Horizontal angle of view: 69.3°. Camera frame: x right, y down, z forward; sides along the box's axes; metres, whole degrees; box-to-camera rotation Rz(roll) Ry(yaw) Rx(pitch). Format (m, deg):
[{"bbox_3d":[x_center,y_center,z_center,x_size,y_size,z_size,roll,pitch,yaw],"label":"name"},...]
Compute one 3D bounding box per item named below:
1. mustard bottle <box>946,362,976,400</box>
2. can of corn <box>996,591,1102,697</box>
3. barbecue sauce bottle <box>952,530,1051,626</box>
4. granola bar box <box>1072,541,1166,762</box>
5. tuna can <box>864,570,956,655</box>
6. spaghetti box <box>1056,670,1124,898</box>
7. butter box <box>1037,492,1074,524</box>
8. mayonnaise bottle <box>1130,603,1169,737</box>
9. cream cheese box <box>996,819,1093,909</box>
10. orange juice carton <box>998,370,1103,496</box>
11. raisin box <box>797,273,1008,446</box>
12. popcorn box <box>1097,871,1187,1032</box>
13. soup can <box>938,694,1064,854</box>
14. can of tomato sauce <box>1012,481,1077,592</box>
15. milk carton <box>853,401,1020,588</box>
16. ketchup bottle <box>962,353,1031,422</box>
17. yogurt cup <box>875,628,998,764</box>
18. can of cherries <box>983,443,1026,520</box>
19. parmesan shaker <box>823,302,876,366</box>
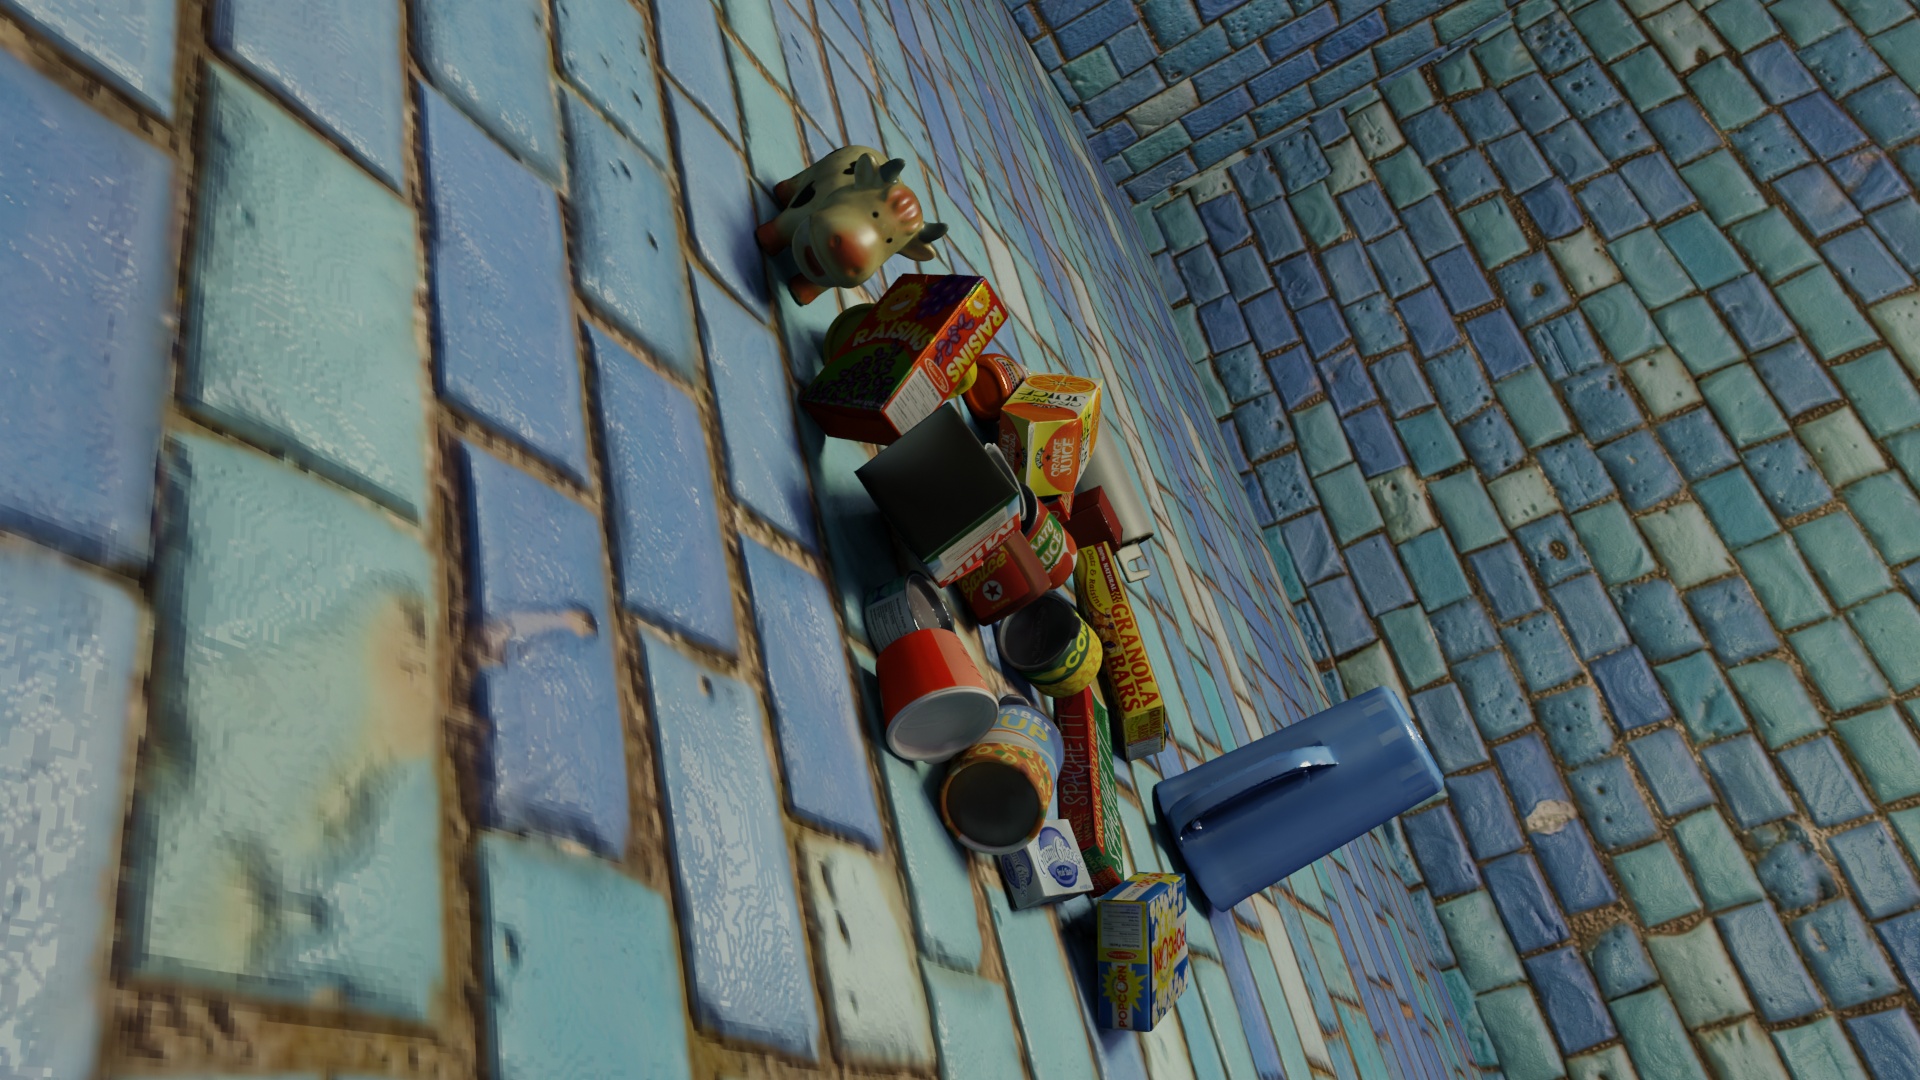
[{"bbox_3d":[-0.019,-0.191,1.232,0.065,0.049,0.161,53,20,-38],"label":"mustard bottle"},{"bbox_3d":[0.072,0.082,1.080,0.058,0.071,0.071,46,25,-49],"label":"can of corn"},{"bbox_3d":[0.004,-0.013,1.029,0.148,0.064,0.044,58,28,-2],"label":"barbecue sauce bottle"},{"bbox_3d":[0.142,0.101,1.253,0.123,0.039,0.166,74,0,-62],"label":"granola bar box"},{"bbox_3d":[-0.030,0.055,0.878,0.071,0.033,0.071,55,19,-30],"label":"tuna can"},{"bbox_3d":[0.100,0.174,1.103,0.050,0.028,0.251,57,18,-27],"label":"spaghetti box"},{"bbox_3d":[0.077,-0.036,1.291,0.024,0.053,0.104,62,17,-16],"label":"butter box"},{"bbox_3d":[0.164,0.125,1.342,0.064,0.041,0.149,46,24,-52],"label":"mayonnaise bottle"},{"bbox_3d":[0.054,0.213,0.920,0.104,0.024,0.053,25,41,-65],"label":"cream cheese box"},{"bbox_3d":[0.080,-0.098,1.285,0.193,0.073,0.071,-55,151,-66],"label":"orange juice carton"},{"bbox_3d":[-0.037,-0.121,0.916,0.124,0.086,0.040,-54,130,-22],"label":"raisin box"},{"bbox_3d":[0.128,0.283,0.969,0.127,0.038,0.085,12,76,-69],"label":"popcorn box"},{"bbox_3d":[0.026,0.143,0.858,0.071,0.071,0.084,62,17,-8],"label":"soup can"},{"bbox_3d":[0.051,0.000,1.138,0.083,0.071,0.071,45,26,-50],"label":"can of tomato sauce"},{"bbox_3d":[-0.010,-0.022,0.911,0.072,0.073,0.190,52,-3,9],"label":"milk carton"},{"bbox_3d":[0.039,-0.153,1.361,0.149,0.043,0.064,-36,107,-73],"label":"ketchup bottle"},{"bbox_3d":[-0.017,0.089,0.818,0.072,0.072,0.054,44,18,-49],"label":"yogurt cup"},{"bbox_3d":[0.011,-0.036,1.084,0.071,0.058,0.072,54,20,-30],"label":"can of cherries"},{"bbox_3d":[-0.051,-0.135,1.030,0.071,0.071,0.103,66,16,4],"label":"parmesan shaker"}]
